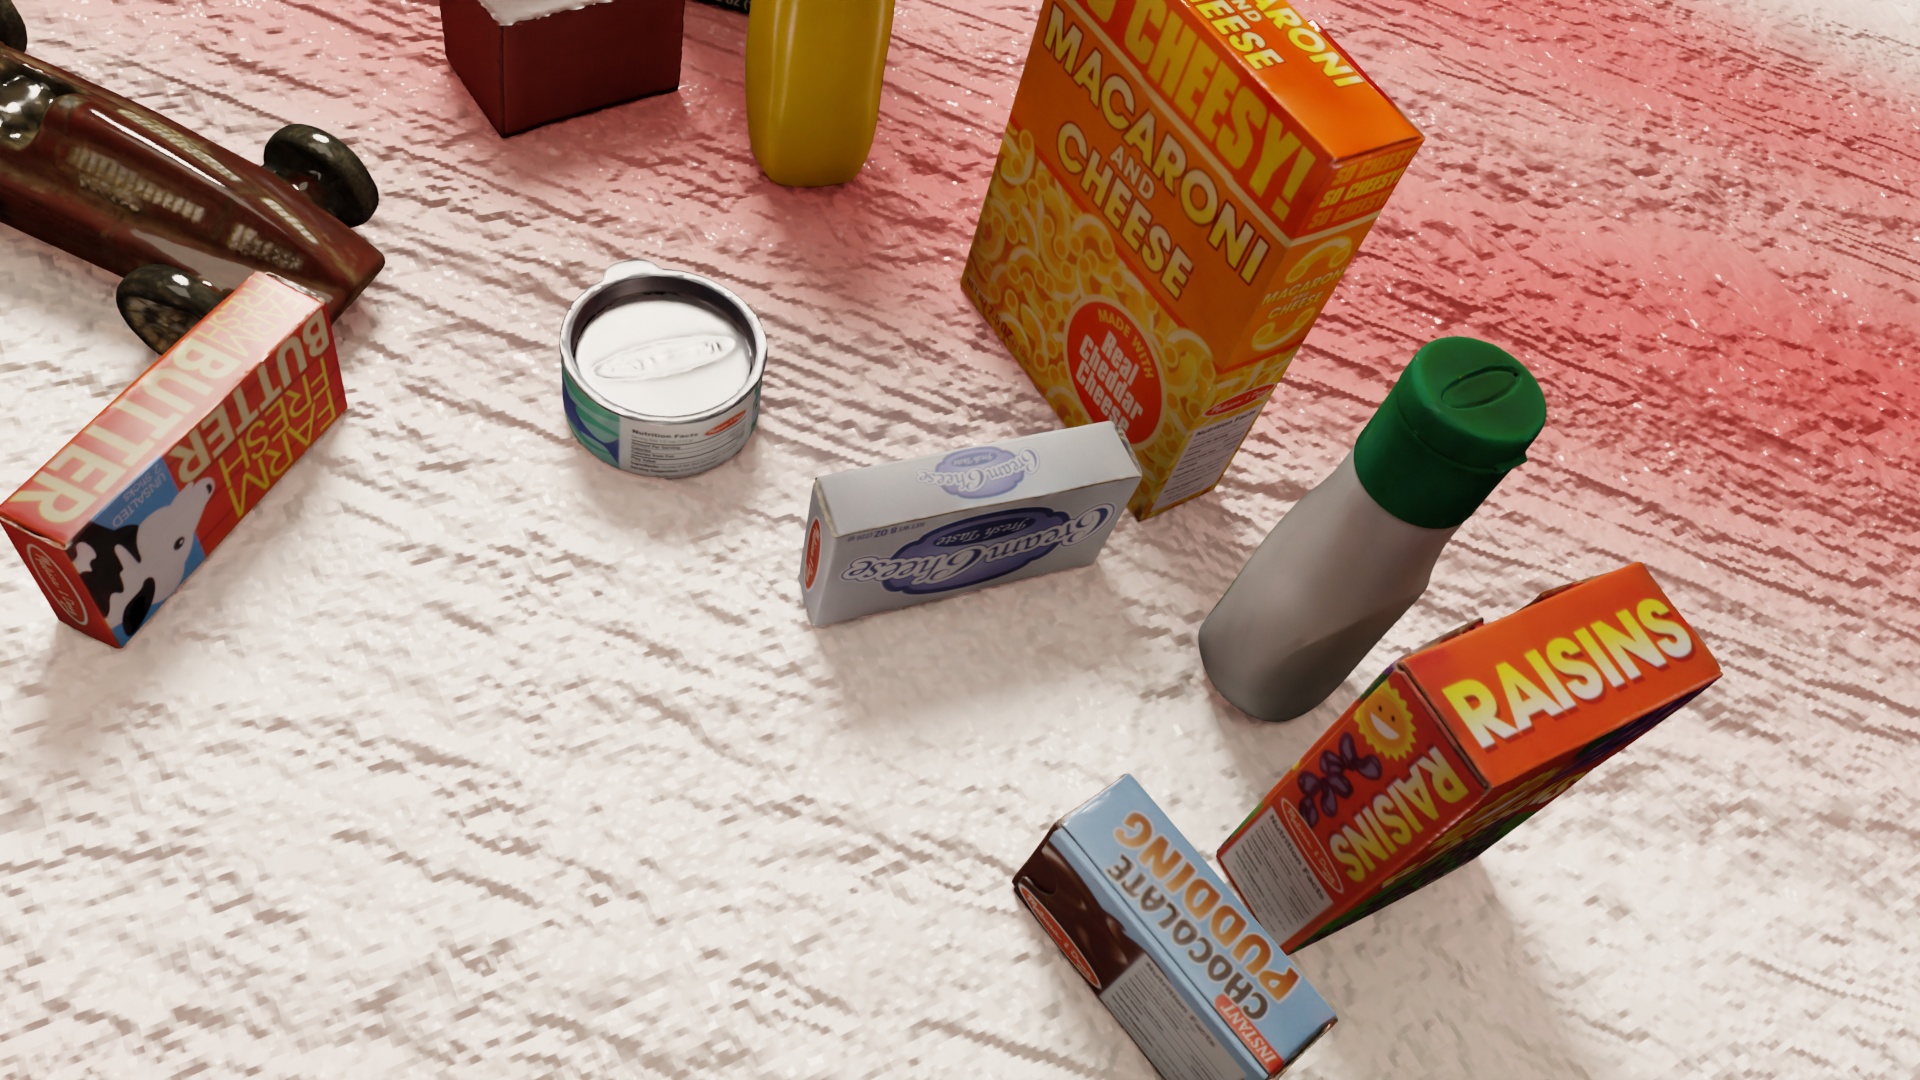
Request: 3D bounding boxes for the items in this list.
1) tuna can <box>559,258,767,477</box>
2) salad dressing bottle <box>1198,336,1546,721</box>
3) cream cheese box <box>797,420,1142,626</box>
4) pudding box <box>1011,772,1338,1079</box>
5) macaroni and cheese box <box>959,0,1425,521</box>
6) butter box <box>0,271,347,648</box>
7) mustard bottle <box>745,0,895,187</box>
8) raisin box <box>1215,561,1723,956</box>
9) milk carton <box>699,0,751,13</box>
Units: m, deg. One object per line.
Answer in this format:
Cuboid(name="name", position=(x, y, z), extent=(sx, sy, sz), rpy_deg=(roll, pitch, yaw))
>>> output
Cuboid(name="tuna can", position=(-0.100, -0.057, 0.462), extent=(0.071, 0.032, 0.071), rpy_deg=(7, 55, -10))
Cuboid(name="salad dressing bottle", position=(0.116, 0.002, 0.406), extent=(0.064, 0.146, 0.044), rpy_deg=(-21, 64, -26))
Cuboid(name="cream cheese box", position=(0.002, -0.006, 0.440), extent=(0.104, 0.053, 0.024), rpy_deg=(-12, 61, -22))
Cuboid(name="pudding box", position=(0.055, 0.110, 0.377), extent=(0.030, 0.049, 0.084), rpy_deg=(-30, 68, -29))
Cuboid(name="macaroni and cheese box", position=(0.063, -0.104, 0.453), extent=(0.040, 0.165, 0.124), rpy_deg=(-23, 65, -26))
Cuboid(name="butter box", position=(-0.219, -0.025, 0.396), extent=(0.024, 0.052, 0.104), rpy_deg=(25, 54, 3))
Cuboid(name="mustard bottle", position=(-0.047, -0.202, 0.495), extent=(0.049, 0.159, 0.065), rpy_deg=(-6, 58, -18))
Cuboid(name="raisin box", position=(0.134, 0.063, 0.384), extent=(0.086, 0.122, 0.040), rpy_deg=(-17, 62, -24))
Cuboid(name="milk carton", position=(-0.075, -0.308, 0.542), extent=(0.072, 0.189, 0.074), rpy_deg=(12, 55, -6))
